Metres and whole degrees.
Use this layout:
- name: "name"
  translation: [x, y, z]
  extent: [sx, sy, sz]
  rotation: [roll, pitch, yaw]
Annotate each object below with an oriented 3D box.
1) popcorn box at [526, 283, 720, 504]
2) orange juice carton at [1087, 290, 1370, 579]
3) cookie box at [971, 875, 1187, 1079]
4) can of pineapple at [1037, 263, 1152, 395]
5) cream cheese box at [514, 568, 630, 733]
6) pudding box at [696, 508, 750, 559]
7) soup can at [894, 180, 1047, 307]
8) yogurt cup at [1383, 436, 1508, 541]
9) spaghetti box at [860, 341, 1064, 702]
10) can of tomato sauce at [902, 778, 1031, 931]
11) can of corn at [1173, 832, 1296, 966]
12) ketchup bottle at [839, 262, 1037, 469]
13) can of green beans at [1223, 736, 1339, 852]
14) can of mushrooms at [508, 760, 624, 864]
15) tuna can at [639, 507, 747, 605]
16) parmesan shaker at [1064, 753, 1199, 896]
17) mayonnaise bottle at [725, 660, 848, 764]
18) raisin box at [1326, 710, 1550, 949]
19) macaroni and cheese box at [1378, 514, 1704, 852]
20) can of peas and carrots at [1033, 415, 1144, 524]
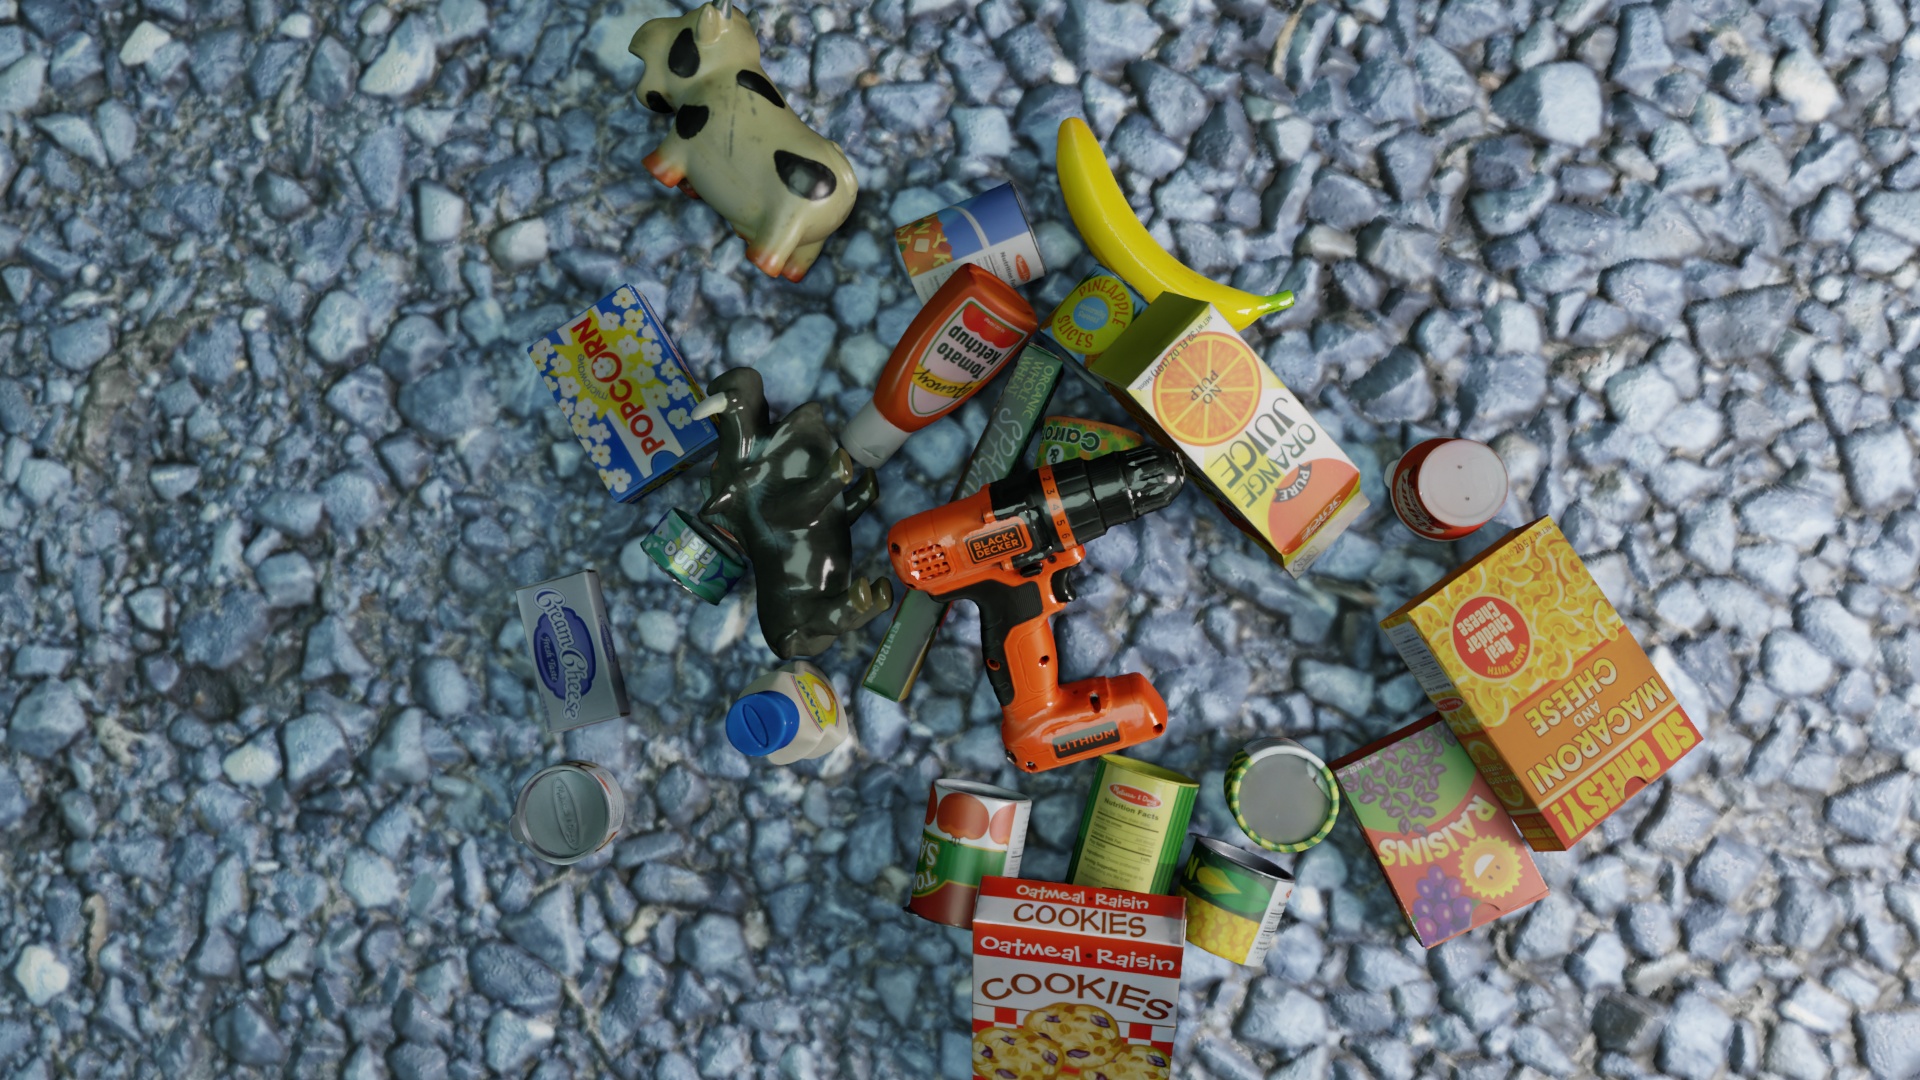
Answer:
- name: "popcorn box"
  translation: [-0.226, -0.099, 0.948]
  extent: [0.085, 0.038, 0.127]
  rotation: [-32, 83, 3]
- name: "orange juice carton"
  translation: [0.176, -0.061, 0.864]
  extent: [0.072, 0.073, 0.192]
  rotation: [-46, 110, 2]
- name: "cookie box"
  translation: [0.070, 0.281, 0.849]
  extent: [0.123, 0.040, 0.166]
  rotation: [4, 123, 7]
- name: "can of pineapple"
  translation: [0.092, -0.136, 0.899]
  extent: [0.071, 0.071, 0.058]
  rotation: [43, 93, 7]
- name: "cream cheese box"
  translation: [-0.265, 0.076, 0.949]
  extent: [0.053, 0.024, 0.104]
  rotation: [-15, 85, 5]
- name: "pudding box"
  translation: [-0.128, -0.010, 0.936]
  extent: [0.084, 0.030, 0.049]
  rotation: [38, 92, 7]
- name: "soup can"
  translation: [0.006, -0.192, 0.915]
  extent: [0.084, 0.071, 0.071]
  rotation: [-21, 85, 5]
- name: "yogurt cup"
  translation: [0.310, -0.034, 0.876]
  extent: [0.072, 0.054, 0.072]
  rotation: [0, 87, 6]
- name: "spaghetti box"
  translation: [0.003, -0.011, 0.911]
  extent: [0.029, 0.050, 0.250]
  rotation: [26, 90, 6]
- name: "can of tomato sauce"
  translation: [0.004, 0.200, 0.890]
  extent: [0.071, 0.071, 0.083]
  rotation: [10, 87, 7]
- name: "can of corn"
  translation: [0.166, 0.225, 0.871]
  extent: [0.071, 0.071, 0.058]
  rotation: [22, 90, 7]
- name: "ketchup bottle"
  translation: [-0.020, -0.108, 0.901]
  extent: [0.064, 0.044, 0.148]
  rotation: [29, 119, -32]
- name: "can of green beans"
  translation: [0.201, 0.159, 0.874]
  extent: [0.071, 0.058, 0.071]
  rotation: [0, 87, 7]
- name: "can of mushrooms"
  translation: [-0.265, 0.183, 0.938]
  extent: [0.071, 0.033, 0.071]
  rotation: [0, 87, 6]
- name: "tuna can"
  translation: [-0.176, 0.010, 0.919]
  extent: [0.071, 0.071, 0.033]
  rotation: [40, 91, 7]
- name: "parmesan shaker"
  translation: [0.103, 0.193, 0.880]
  extent: [0.071, 0.071, 0.103]
  rotation: [16, 89, 7]
- name: "mayonnaise bottle"
  translation: [-0.109, 0.109, 0.867]
  extent: [0.041, 0.148, 0.065]
  rotation: [-29, 84, 4]
- name: "raisin box"
  translation: [0.298, 0.180, 0.872]
  extent: [0.086, 0.040, 0.123]
  rotation: [-26, 85, 4]
- name: "macaroni and cheese box"
  translation: [0.356, 0.087, 0.851]
  extent: [0.124, 0.040, 0.166]
  rotation: [-31, 83, -17]
- name: "can of peas and carrots"
  translation: [0.079, -0.046, 0.894]
  extent: [0.071, 0.071, 0.058]
  rotation: [13, 88, 7]
